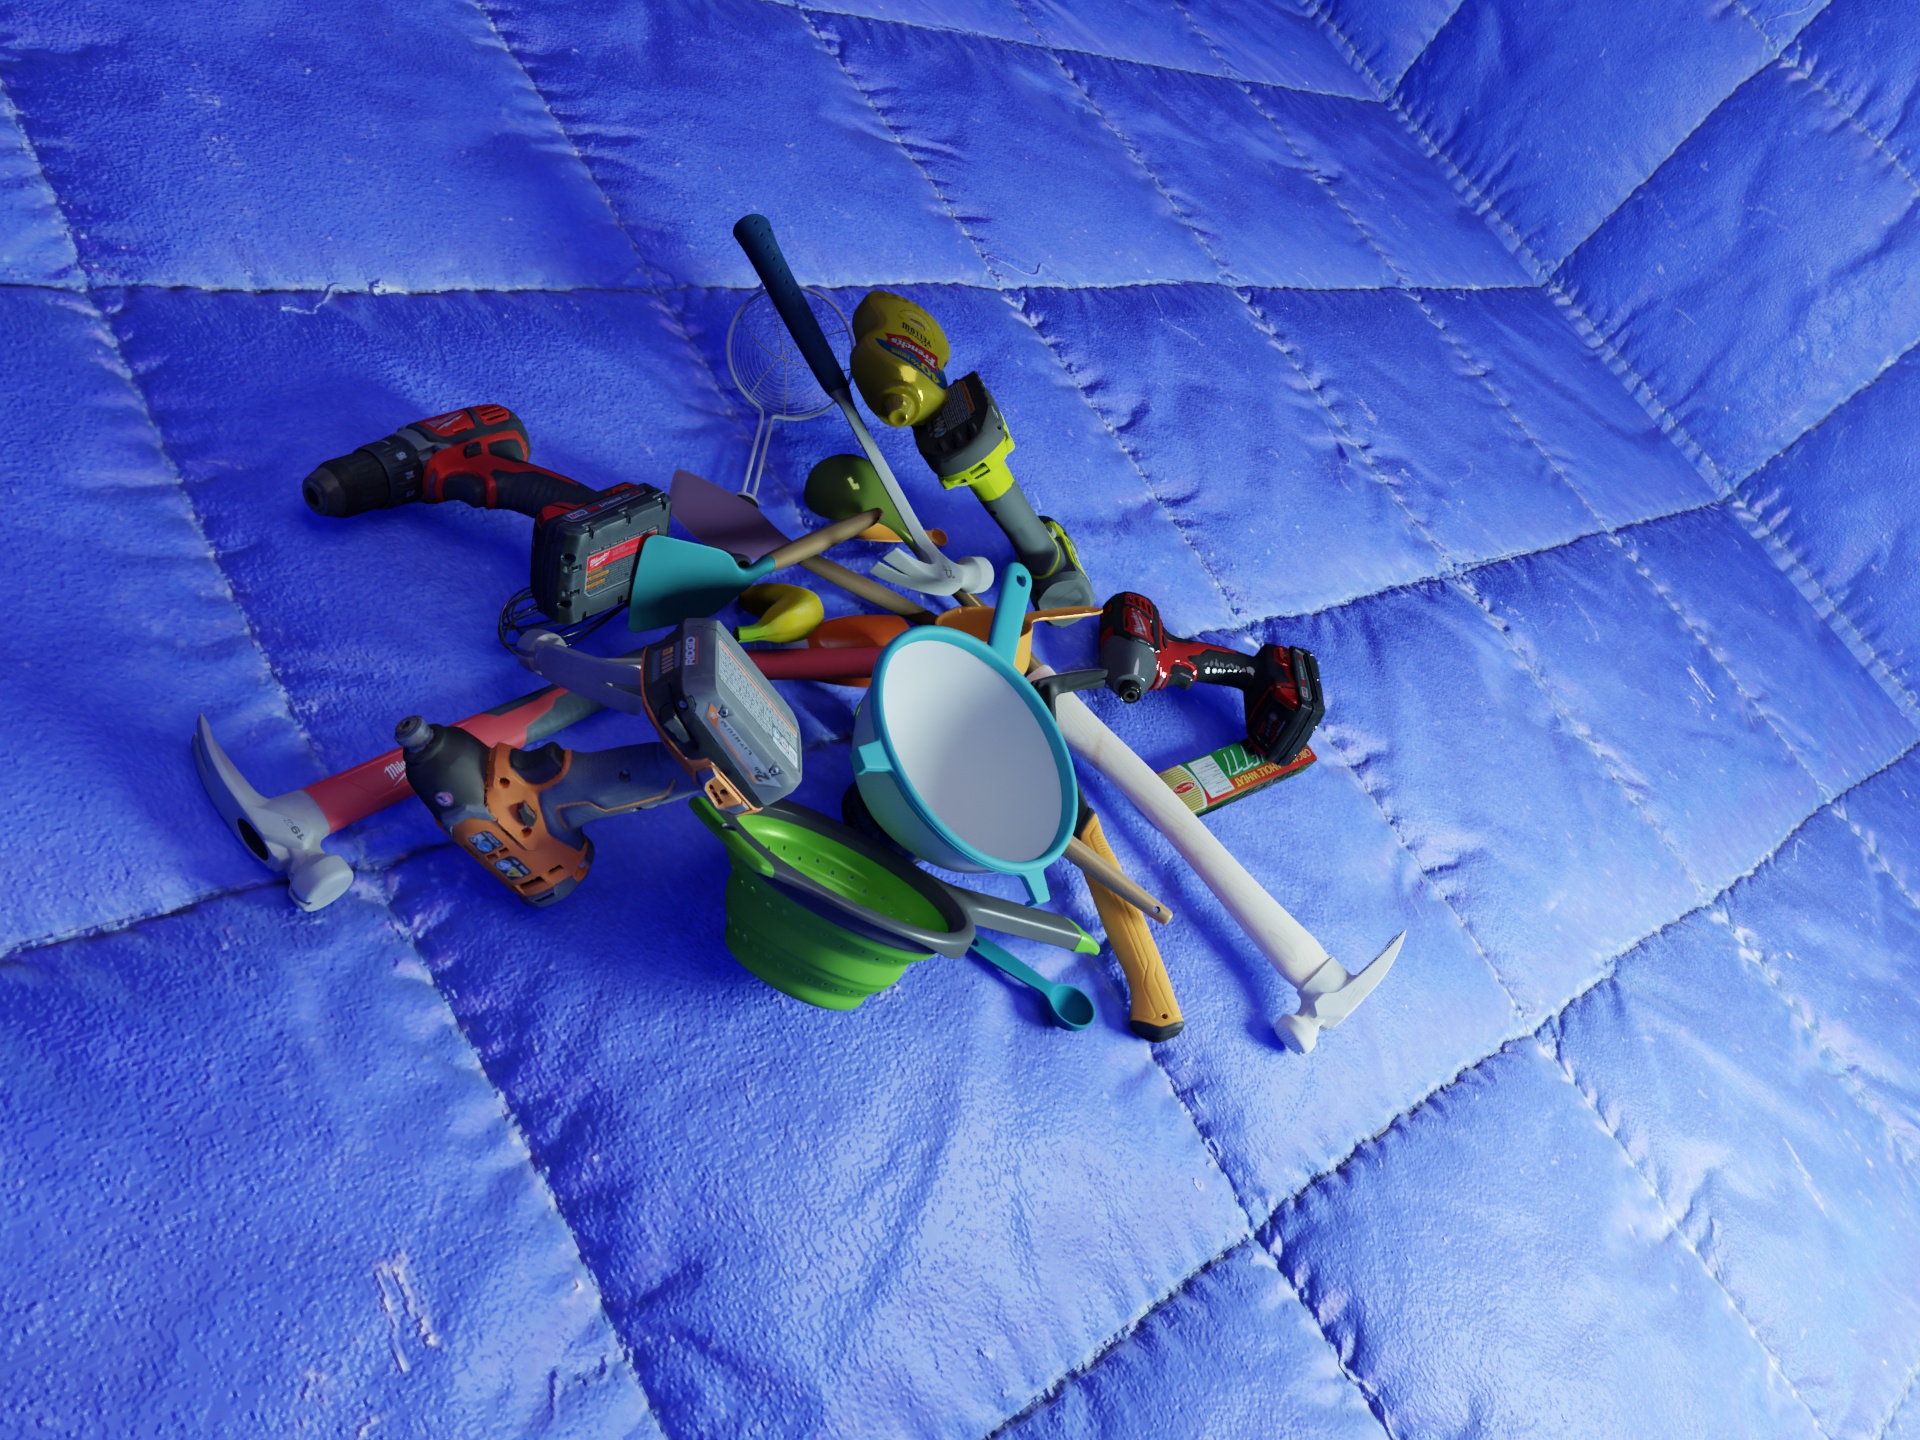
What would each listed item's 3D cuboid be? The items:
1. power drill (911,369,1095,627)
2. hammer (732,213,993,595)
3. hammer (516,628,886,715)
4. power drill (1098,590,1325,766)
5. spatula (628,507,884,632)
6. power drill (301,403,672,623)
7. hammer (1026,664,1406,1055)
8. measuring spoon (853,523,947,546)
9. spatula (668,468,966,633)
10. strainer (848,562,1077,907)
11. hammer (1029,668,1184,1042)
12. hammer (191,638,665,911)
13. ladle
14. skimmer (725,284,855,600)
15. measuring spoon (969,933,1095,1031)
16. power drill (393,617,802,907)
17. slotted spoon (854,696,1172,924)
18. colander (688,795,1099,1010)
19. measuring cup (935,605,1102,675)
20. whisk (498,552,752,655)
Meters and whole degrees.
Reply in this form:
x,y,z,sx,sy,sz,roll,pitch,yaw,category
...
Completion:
x,y,z,sx,sy,sz,roll,pitch,yaw,category
0.044,-0.212,1.513,0.223,0.080,0.171,53,12,-31,power drill
-0.107,-0.287,1.434,0.144,0.035,0.406,-8,66,-57,hammer
-0.144,-0.041,1.210,0.149,0.036,0.359,18,14,42,hammer
0.238,-0.041,1.557,0.219,0.078,0.143,19,37,-9,power drill
-0.153,-0.141,1.303,0.044,0.082,0.317,27,29,17,spatula
-0.350,-0.159,1.182,0.227,0.080,0.188,29,36,22,power drill
0.212,0.099,1.430,0.146,0.038,0.411,-40,79,-16,hammer
-0.063,-0.176,1.513,0.116,0.011,0.021,0,63,-34,measuring spoon
-0.119,-0.131,1.388,0.315,0.018,0.060,24,58,-33,spatula
-0.002,-0.004,1.288,0.210,0.095,0.341,39,38,-21,strainer
0.122,0.112,1.363,0.127,0.034,0.337,-16,66,-11,hammer
-0.337,-0.004,1.129,0.143,0.038,0.386,49,41,10,hammer
-0.018,-0.126,1.483,0.320,0.062,0.078,45,49,-9,ladle
-0.171,-0.255,1.432,0.127,0.090,0.364,25,44,-20,skimmer
0.049,0.209,1.268,0.128,0.021,0.042,33,35,3,measuring spoon
-0.233,0.023,1.008,0.164,0.226,0.084,55,18,-40,power drill
0.045,0.075,1.327,0.314,0.031,0.070,35,82,4,slotted spoon
-0.044,0.160,1.175,0.396,0.094,0.205,21,10,-43,colander
0.056,-0.070,1.446,0.173,0.052,0.095,-10,27,-30,measuring cup
-0.258,-0.097,1.248,0.239,0.055,0.055,-21,70,-41,whisk
